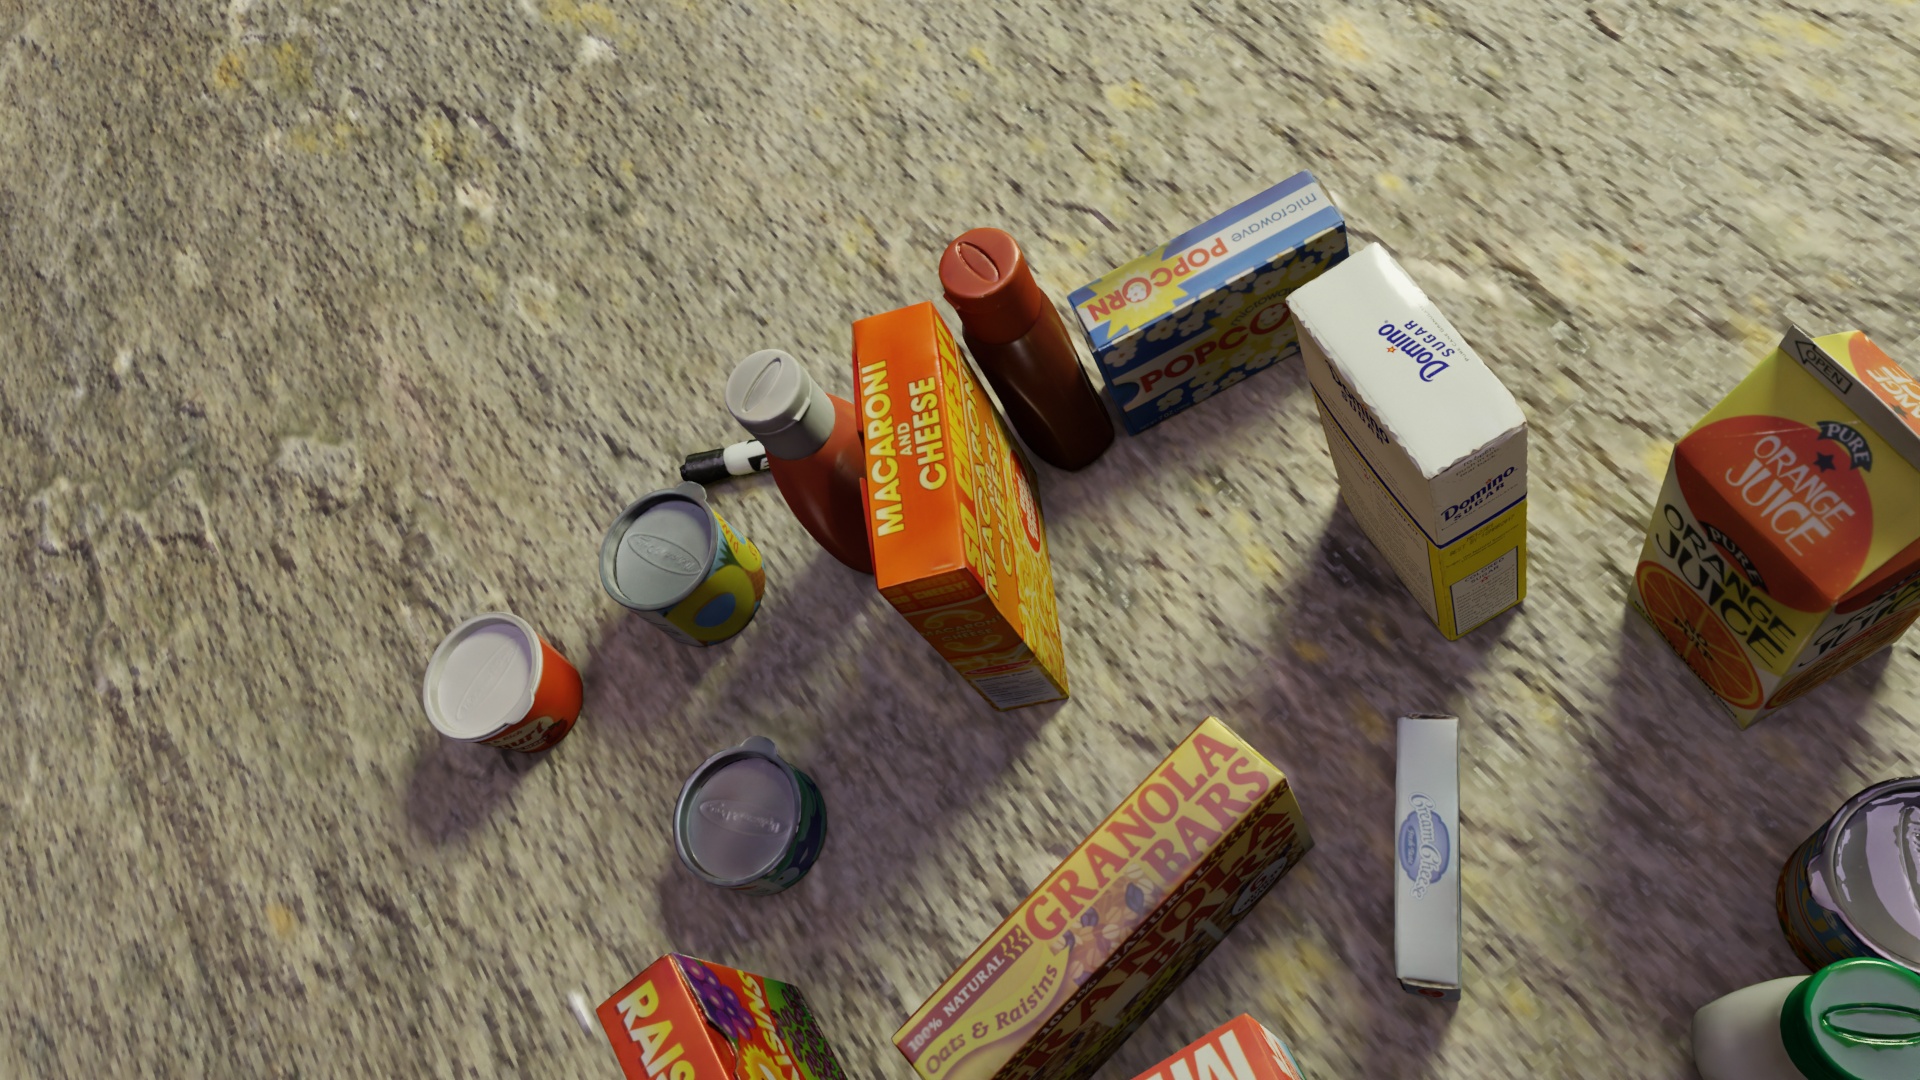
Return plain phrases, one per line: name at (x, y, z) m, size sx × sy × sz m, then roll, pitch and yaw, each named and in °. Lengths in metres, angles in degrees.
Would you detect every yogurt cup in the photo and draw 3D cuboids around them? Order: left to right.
yogurt cup at (-0.232, 0.077, 0.716) m, size 0.072 × 0.053 × 0.072 m, roll -7°, pitch 65°, yaw 16°

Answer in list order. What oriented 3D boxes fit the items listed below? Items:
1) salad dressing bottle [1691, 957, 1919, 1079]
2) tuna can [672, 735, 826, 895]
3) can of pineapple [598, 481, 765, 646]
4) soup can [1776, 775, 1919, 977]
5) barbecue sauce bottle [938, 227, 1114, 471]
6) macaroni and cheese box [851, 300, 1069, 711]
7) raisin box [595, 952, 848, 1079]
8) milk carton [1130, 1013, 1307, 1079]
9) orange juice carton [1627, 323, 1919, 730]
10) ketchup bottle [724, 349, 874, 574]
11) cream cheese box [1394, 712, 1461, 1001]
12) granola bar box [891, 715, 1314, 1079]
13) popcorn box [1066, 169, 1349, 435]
salad dressing bottle at (0.277, 0.162, 0.447) m, size 0.064 × 0.147 × 0.044 m, roll -2°, pitch 67°, yaw 18°
tuna can at (-0.098, 0.131, 0.658) m, size 0.071 × 0.032 × 0.071 m, roll -7°, pitch 65°, yaw 16°
can of pineapple at (-0.140, 0.013, 0.710) m, size 0.071 × 0.057 × 0.071 m, roll -7°, pitch 65°, yaw 16°
soup can at (0.326, 0.124, 0.484) m, size 0.071 × 0.083 × 0.071 m, roll -7°, pitch 65°, yaw 16°
barbecue sauce bottle at (0.029, -0.088, 0.645) m, size 0.043 × 0.148 × 0.065 m, roll -40°, pitch 61°, yaw -1°
macaroni and cheese box at (0.002, -0.008, 0.608) m, size 0.040 × 0.166 × 0.124 m, roll -14°, pitch 63°, yaw 13°
raisin box at (-0.085, 0.219, 0.561) m, size 0.040 × 0.123 × 0.086 m, roll -37°, pitch 61°, yaw 1°
milk carton at (0.090, 0.212, 0.465) m, size 0.072 × 0.190 × 0.074 m, roll -32°, pitch 61°, yaw 4°
orange juice carton at (0.299, -0.004, 0.489) m, size 0.073 × 0.192 × 0.072 m, roll -32°, pitch 61°, yaw 4°
ketchup bottle at (-0.061, -0.038, 0.654) m, size 0.043 × 0.148 × 0.065 m, roll 26°, pitch 78°, yaw 27°
cream cheese box at (0.185, 0.126, 0.550) m, size 0.024 × 0.053 × 0.104 m, roll 0°, pitch 67°, yaw 19°
granola bar box at (0.062, 0.152, 0.540) m, size 0.165 × 0.124 × 0.039 m, roll -45°, pitch 61°, yaw -4°
popcorn box at (0.122, -0.110, 0.660) m, size 0.126 × 0.085 × 0.038 m, roll -27°, pitch 61°, yaw 6°
